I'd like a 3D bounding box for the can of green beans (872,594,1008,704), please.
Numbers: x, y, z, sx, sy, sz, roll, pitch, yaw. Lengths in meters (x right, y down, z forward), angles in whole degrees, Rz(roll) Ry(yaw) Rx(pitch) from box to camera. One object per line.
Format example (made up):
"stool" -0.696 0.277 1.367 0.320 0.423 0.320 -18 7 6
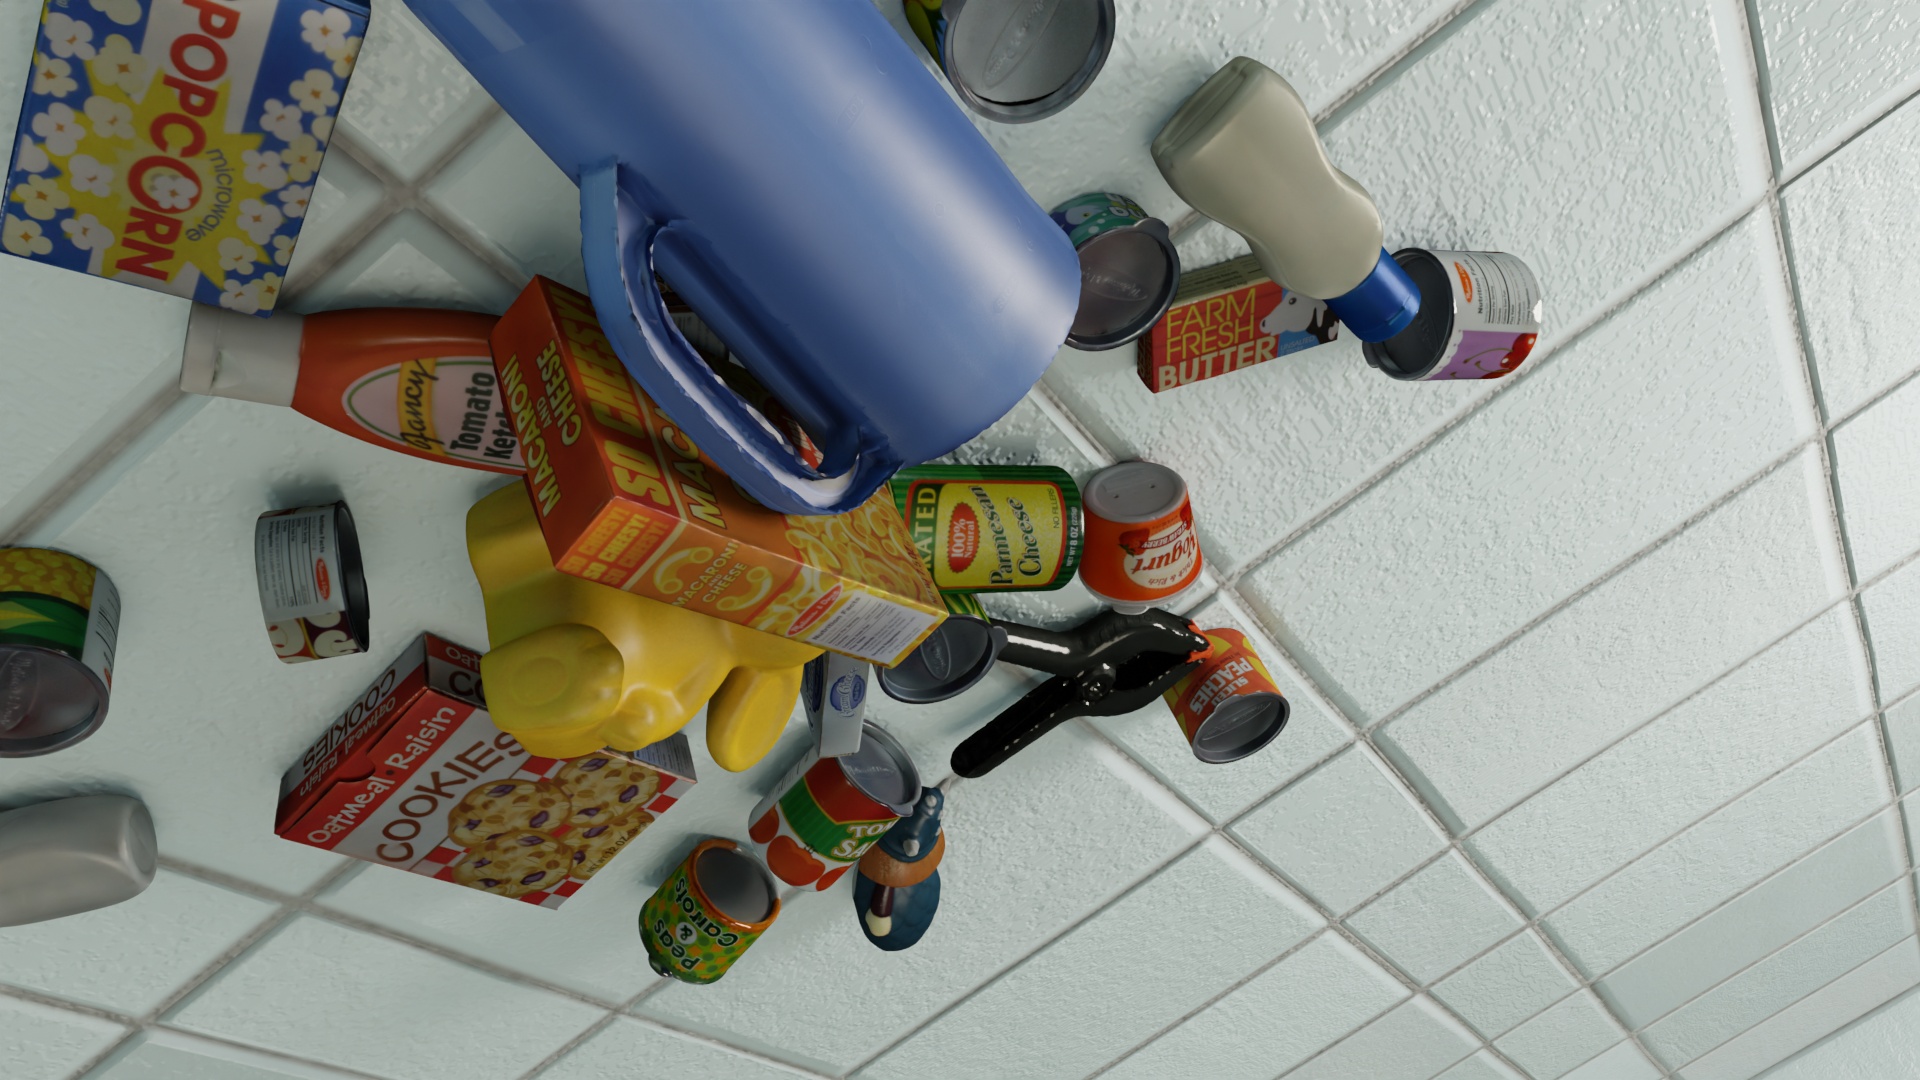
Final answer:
"can of green beans" -0.020 0.043 0.734 0.071 0.058 0.071 -13 135 -13

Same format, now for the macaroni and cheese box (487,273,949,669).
"macaroni and cheese box" -0.092 -0.022 0.539 0.040 0.124 0.166 -45 141 21

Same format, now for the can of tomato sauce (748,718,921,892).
"can of tomato sauce" -0.073 0.156 0.809 0.071 0.071 0.083 24 119 -39

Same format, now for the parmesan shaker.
"parmesan shaker" 0.002 -0.009 0.691 0.103 0.071 0.071 -1 132 -24

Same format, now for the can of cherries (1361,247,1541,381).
"can of cherries" 0.247 -0.113 0.705 0.058 0.072 0.071 -4 133 -23

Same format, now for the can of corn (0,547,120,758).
"can of corn" -0.385 0.045 0.566 0.071 0.058 0.070 -13 136 -13

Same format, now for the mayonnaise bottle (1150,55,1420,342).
"mayonnaise bottle" 0.153 -0.146 0.626 0.064 0.041 0.148 -45 122 14

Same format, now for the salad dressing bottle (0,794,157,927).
"salad dressing bottle" -0.464 0.158 0.651 0.148 0.044 0.064 -11 137 -14

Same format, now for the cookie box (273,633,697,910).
"cookie box" -0.243 0.127 0.724 0.122 0.040 0.167 -42 134 17

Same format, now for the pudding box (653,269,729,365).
"pudding box" -0.126 -0.074 0.592 0.050 0.030 0.083 -7 134 -21

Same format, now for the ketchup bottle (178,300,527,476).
"ketchup bottle" -0.222 -0.064 0.548 0.149 0.044 0.064 8 121 -30

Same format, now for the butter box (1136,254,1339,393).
"butter box" 0.137 -0.111 0.683 0.104 0.024 0.052 -17 136 -9

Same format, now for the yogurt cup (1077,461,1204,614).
"yogurt cup" 0.094 -0.005 0.738 0.072 0.073 0.053 -17 128 -9

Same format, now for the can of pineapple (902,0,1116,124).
"can of pineapple" 0.016 -0.200 0.517 0.071 0.058 0.070 -13 135 -13

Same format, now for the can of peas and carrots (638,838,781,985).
"can of peas and carrots" -0.152 0.225 0.839 0.071 0.071 0.058 23 118 -39

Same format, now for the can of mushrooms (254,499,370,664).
"can of mushrooms" -0.273 0.019 0.589 0.033 0.071 0.070 -9 134 -16

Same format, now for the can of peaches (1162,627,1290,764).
"can of peaches" 0.163 0.096 0.870 0.071 0.058 0.070 -12 135 -13

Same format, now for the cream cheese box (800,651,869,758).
"cream cheese box" -0.067 0.062 0.734 0.024 0.053 0.103 -6 134 -17

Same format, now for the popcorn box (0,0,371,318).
"popcorn box" -0.257 -0.142 0.461 0.085 0.038 0.126 14 124 -33

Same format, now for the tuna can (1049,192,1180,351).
"tuna can" 0.065 -0.124 0.631 0.071 0.033 0.070 -13 136 -13
